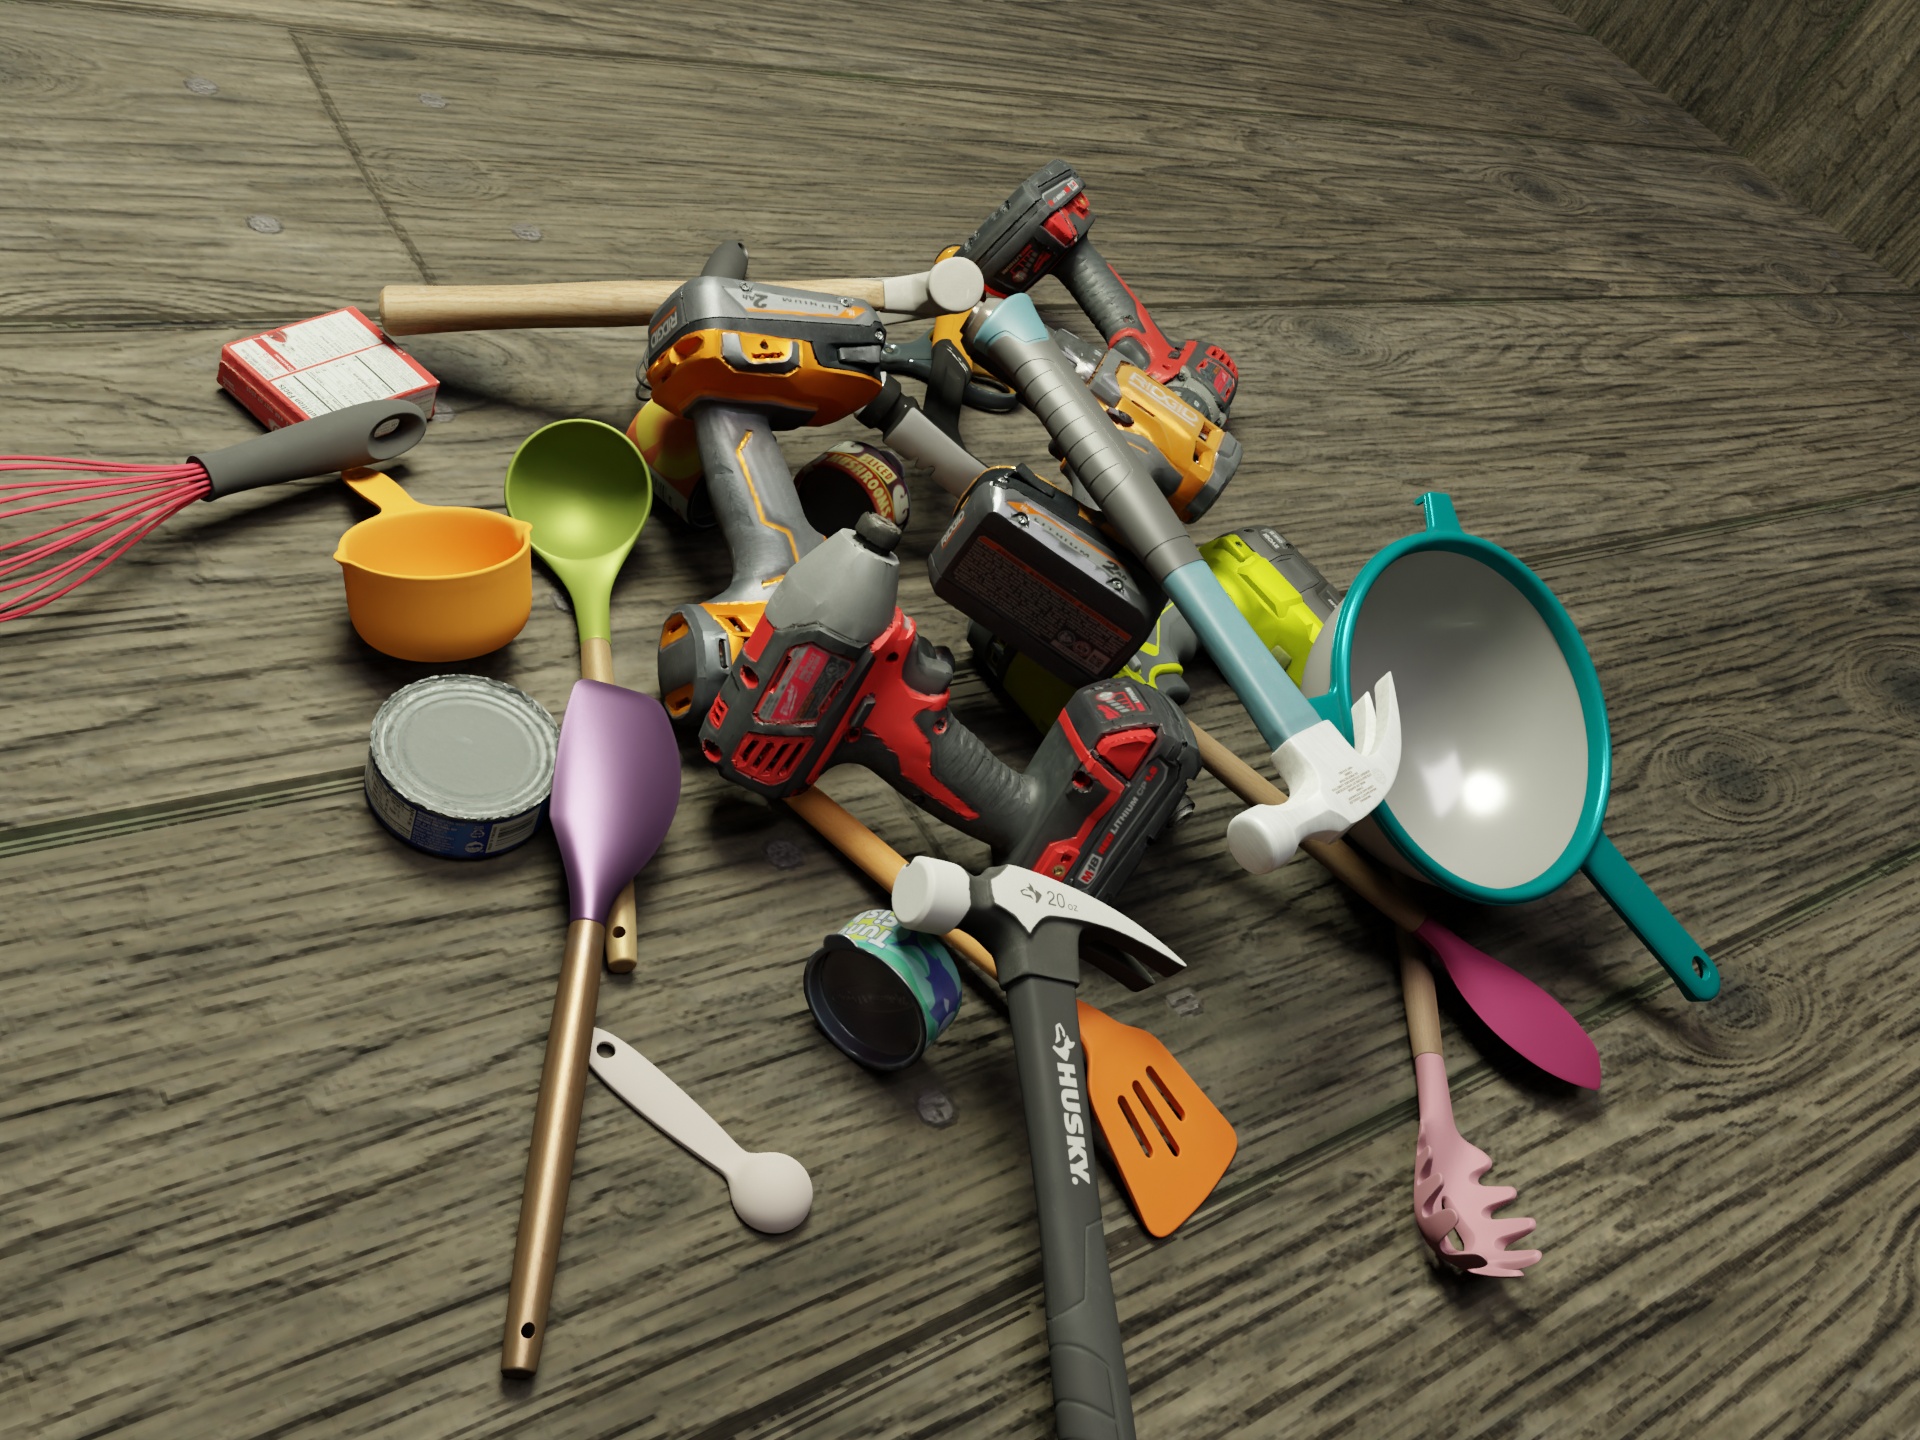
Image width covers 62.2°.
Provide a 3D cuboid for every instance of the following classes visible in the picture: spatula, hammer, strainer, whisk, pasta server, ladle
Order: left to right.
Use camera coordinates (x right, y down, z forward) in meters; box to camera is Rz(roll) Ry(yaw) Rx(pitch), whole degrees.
[{"bbox_3d":[-0.378,-0.109,0.752,0.073,0.073,0.296,42,42,14],"label":"whisk"},{"bbox_3d":[-0.158,0.110,0.667,0.059,0.018,0.316,17,49,-20],"label":"spatula"},{"bbox_3d":[-0.180,-0.024,0.785,0.078,0.062,0.321,-8,53,-8],"label":"ladle"},{"bbox_3d":[-0.159,-0.241,0.916,0.331,0.031,0.130,-4,11,-9],"label":"hammer"},{"bbox_3d":[-0.166,-0.258,1.033,0.055,0.055,0.239,20,38,-10],"label":"whisk"},{"bbox_3d":[0.000,0.111,0.775,0.323,0.041,0.081,39,41,17],"label":"spatula"},{"bbox_3d":[0.002,-0.243,1.066,0.127,0.034,0.337,35,30,-19],"label":"hammer"},{"bbox_3d":[0.050,0.219,0.642,0.146,0.035,0.335,17,52,-34],"label":"hammer"},{"bbox_3d":[0.103,-0.084,0.795,0.128,0.033,0.331,-21,69,-33],"label":"hammer"},{"bbox_3d":[0.254,0.157,0.855,0.060,0.040,0.316,28,39,-16],"label":"pasta server"},{"bbox_3d":[0.308,0.049,0.922,0.340,0.095,0.211,46,59,-14],"label":"strainer"}]

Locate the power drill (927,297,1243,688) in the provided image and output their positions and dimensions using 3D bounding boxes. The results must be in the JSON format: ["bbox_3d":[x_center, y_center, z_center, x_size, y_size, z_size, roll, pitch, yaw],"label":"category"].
[{"bbox_3d":[0.056,-0.143,0.900,0.185,0.084,0.226,34,44,-6],"label":"power drill"}]

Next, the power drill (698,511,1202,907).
[{"bbox_3d":[-0.001,-0.002,0.775,0.219,0.143,0.079,24,18,-20],"label":"power drill"}]

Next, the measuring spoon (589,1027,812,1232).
[{"bbox_3d":[-0.111,0.165,0.661,0.124,0.018,0.034,37,42,10],"label":"measuring spoon"}]

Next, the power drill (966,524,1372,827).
[{"bbox_3d":[0.135,-0.030,0.950,0.223,0.080,0.171,-20,61,-36],"label":"power drill"}]

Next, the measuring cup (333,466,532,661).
[{"bbox_3d":[-0.277,-0.081,0.801,0.095,0.052,0.174,-16,33,-33],"label":"measuring cup"}]

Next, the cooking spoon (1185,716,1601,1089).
[{"bbox_3d":[0.230,0.094,0.868,0.319,0.017,0.069,38,34,-3],"label":"cooking spoon"}]

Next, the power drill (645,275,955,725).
[{"bbox_3d":[-0.083,-0.109,0.849,0.164,0.084,0.226,0,80,-33],"label":"power drill"}]

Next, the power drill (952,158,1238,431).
[{"bbox_3d":[0.103,-0.277,1.134,0.226,0.080,0.188,46,34,-9],"label":"power drill"}]
